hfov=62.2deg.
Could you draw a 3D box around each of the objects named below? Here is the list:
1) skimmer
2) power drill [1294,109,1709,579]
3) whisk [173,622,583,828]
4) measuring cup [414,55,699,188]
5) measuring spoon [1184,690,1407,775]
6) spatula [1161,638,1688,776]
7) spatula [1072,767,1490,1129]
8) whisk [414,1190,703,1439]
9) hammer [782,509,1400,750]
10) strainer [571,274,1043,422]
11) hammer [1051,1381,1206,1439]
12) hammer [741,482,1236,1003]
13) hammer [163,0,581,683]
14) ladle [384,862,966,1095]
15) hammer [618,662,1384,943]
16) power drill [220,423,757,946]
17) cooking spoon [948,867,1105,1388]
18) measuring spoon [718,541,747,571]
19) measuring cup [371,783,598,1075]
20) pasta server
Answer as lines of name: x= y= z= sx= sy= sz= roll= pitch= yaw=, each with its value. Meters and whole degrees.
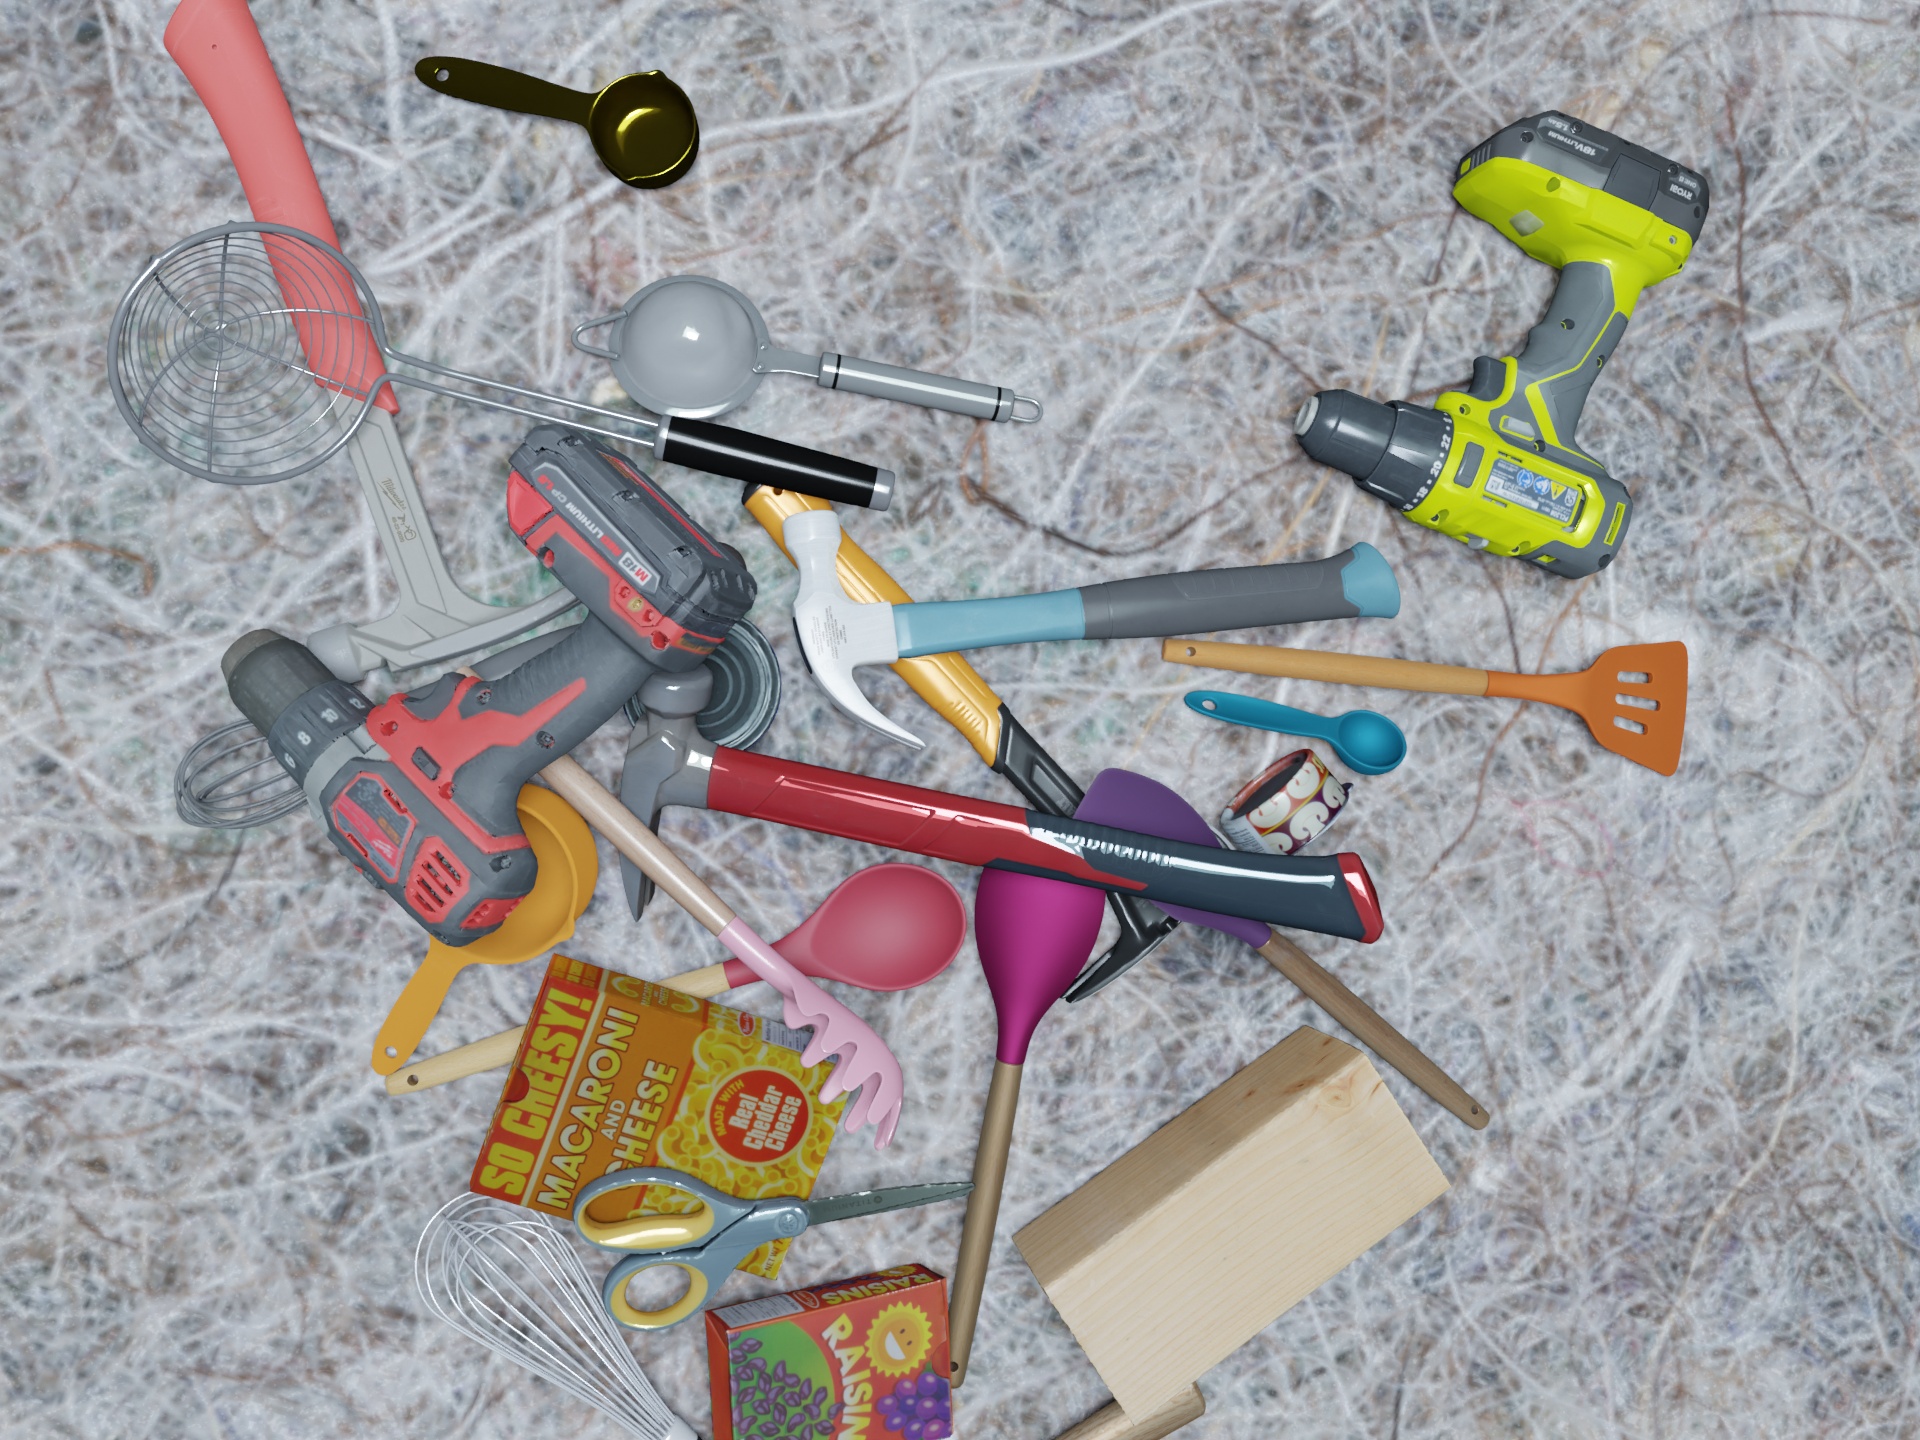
skimmer: x=-0.208 y=-0.145 z=0.776 sx=0.363 sy=0.090 sz=0.127 roll=12 pitch=113 yaw=-10
power drill: x=0.306 y=-0.213 z=0.895 sx=0.190 sy=0.080 sz=0.228 roll=20 pitch=89 yaw=-8
whisk: x=-0.287 y=-0.004 z=0.823 sx=0.239 sy=0.055 sz=0.055 roll=-22 pitch=92 yaw=-13
measuring cup: x=-0.214 y=-0.325 z=0.851 sx=0.156 sy=0.029 sz=0.062 roll=16 pitch=87 yaw=4
measuring spoon: x=0.188 y=0.006 z=0.904 sx=0.128 sy=0.021 sz=0.042 roll=13 pitch=50 yaw=0
spatula: x=0.273 y=-0.023 z=0.915 sx=0.322 sy=0.041 sz=0.081 roll=6 pitch=88 yaw=-4
spatula: x=0.185 y=0.133 z=0.877 sx=0.315 sy=0.018 sz=0.060 roll=40 pitch=67 yaw=-15
whisk: x=-0.173 y=0.355 z=0.829 sx=0.070 sy=0.070 sz=0.284 roll=-42 pitch=99 yaw=-7
hammer: x=0.076 y=-0.060 z=0.849 sx=0.331 sy=0.033 sz=0.128 roll=-6 pitch=87 yaw=-10
strainer: x=-0.078 y=-0.193 z=0.858 sx=0.258 sy=0.050 sz=0.087 roll=9 pitch=73 yaw=-11
hammer: x=-0.016 y=0.438 z=0.845 sx=0.331 sy=0.031 sz=0.130 roll=-27 pitch=119 yaw=-12
hammer: x=-0.001 y=-0.003 z=0.867 sx=0.127 sy=0.034 sz=0.337 roll=-43 pitch=95 yaw=-8
hammer: x=-0.316 y=-0.205 z=0.823 sx=0.149 sy=0.037 sz=0.359 roll=-19 pitch=92 yaw=-8
ladle: x=-0.149 y=0.146 z=0.847 sx=0.315 sy=0.031 sz=0.069 roll=-17 pitch=89 yaw=-6
hammer: x=0.018 y=0.073 z=0.809 sx=0.386 sy=0.038 sz=0.143 roll=12 pitch=114 yaw=2
power drill: x=-0.229 y=-0.032 z=0.749 sx=0.188 sy=0.080 sz=0.226 roll=43 pitch=97 yaw=10
cooking spoon: x=0.022 y=0.207 z=0.854 sx=0.069 sy=0.017 sz=0.319 roll=11 pitch=96 yaw=7
measuring spoon: x=-0.170 y=-0.104 z=0.852 sx=0.124 sy=0.018 sz=0.034 roll=32 pitch=85 yaw=-6
measuring cup: x=-0.253 y=0.109 z=0.826 sx=0.095 sy=0.052 sz=0.173 roll=34 pitch=105 yaw=-2
pasta server: x=-0.141 y=0.089 z=0.787 sx=0.316 sy=0.060 sz=0.040 roll=43 pitch=65 yaw=2
